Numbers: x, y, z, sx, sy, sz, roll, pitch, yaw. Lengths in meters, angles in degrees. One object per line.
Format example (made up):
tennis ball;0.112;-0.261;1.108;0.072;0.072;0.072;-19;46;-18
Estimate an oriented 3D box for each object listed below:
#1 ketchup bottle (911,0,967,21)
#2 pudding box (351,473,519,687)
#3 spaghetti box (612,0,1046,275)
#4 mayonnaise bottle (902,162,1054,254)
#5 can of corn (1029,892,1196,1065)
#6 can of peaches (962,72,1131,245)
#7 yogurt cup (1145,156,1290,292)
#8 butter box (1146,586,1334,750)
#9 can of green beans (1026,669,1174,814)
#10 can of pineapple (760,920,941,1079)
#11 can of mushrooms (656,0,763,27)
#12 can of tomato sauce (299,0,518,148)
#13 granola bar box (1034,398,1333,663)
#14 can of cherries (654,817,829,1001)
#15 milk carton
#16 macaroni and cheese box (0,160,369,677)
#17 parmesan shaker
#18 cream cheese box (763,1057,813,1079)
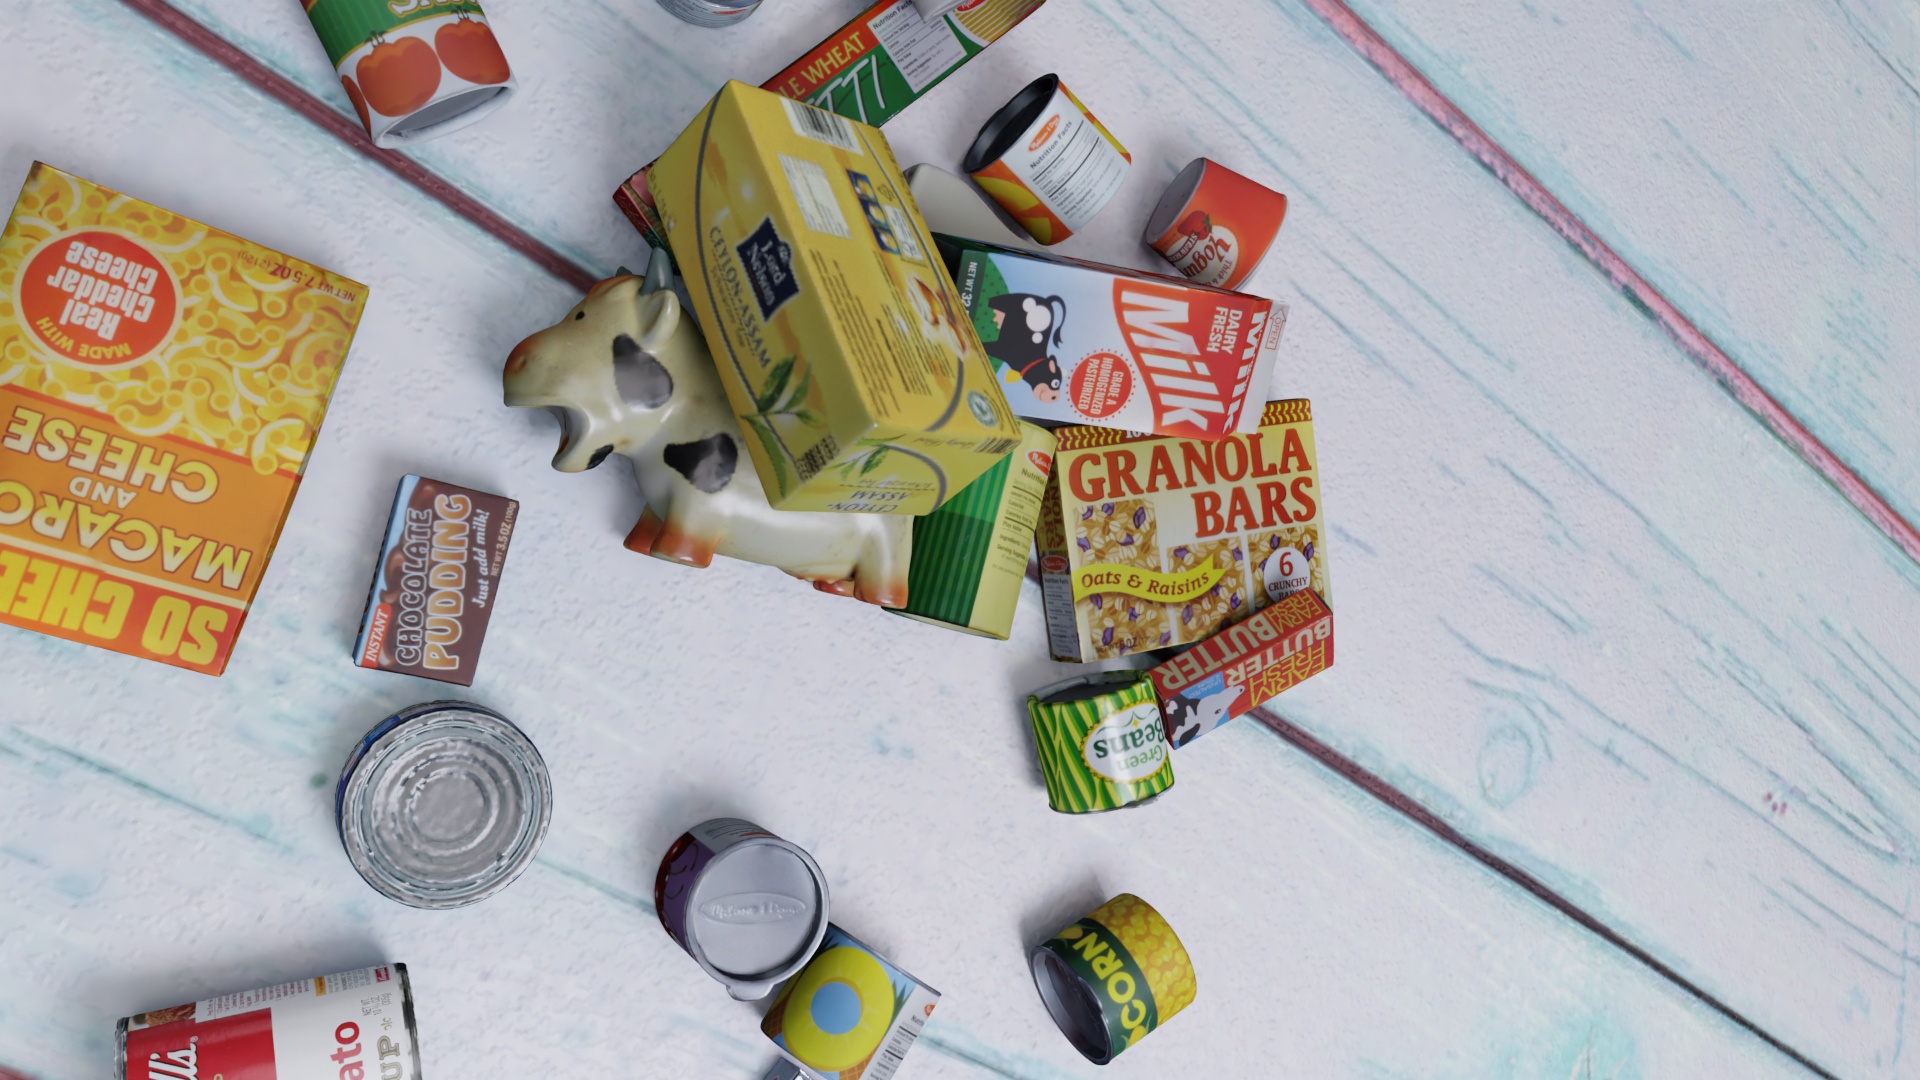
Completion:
ketchup bottle;-0.038;-0.320;0.650;0.065;0.043;0.148;-34;102;-21
pudding box;-0.224;0.017;0.593;0.050;0.030;0.084;16;81;-24
spaghetti box;-0.060;-0.219;0.682;0.251;0.028;0.050;-43;106;-21
mayonnaise bottle;0.023;-0.129;0.712;0.148;0.041;0.065;30;84;-24
can of corn;0.079;0.222;0.710;0.058;0.071;0.071;-25;99;-25
can of peaches;0.044;-0.194;0.711;0.058;0.071;0.071;40;73;-24
yogurt cup;0.138;-0.172;0.758;0.054;0.072;0.072;29;76;-14
butter box;0.151;0.069;0.747;0.103;0.024;0.053;-27;140;-6
can of green beans;0.072;0.102;0.713;0.071;0.071;0.057;-15;95;-25
can of pineapple;-0.053;0.219;0.650;0.071;0.071;0.058;39;73;-20
can of mushrooms;-0.117;-0.280;0.653;0.071;0.033;0.071;0;90;-23
can of tomato sauce;-0.231;-0.215;0.576;0.071;0.071;0.083;-29;101;-24
granola bar box;0.120;-0.008;0.756;0.166;0.039;0.124;-8;93;-26
can of cherries;-0.101;0.166;0.632;0.071;0.058;0.071;1;88;-27
milk carton;0.071;-0.096;0.673;0.191;0.073;0.072;7;106;-21
macaroni and cheese box;-0.322;-0.043;0.542;0.124;0.040;0.166;20;79;-24
parmesan shaker;0.002;-0.009;0.682;0.071;0.071;0.103;18;82;-24
cream cheese box;-0.062;0.301;0.664;0.103;0.024;0.053;46;71;-17
